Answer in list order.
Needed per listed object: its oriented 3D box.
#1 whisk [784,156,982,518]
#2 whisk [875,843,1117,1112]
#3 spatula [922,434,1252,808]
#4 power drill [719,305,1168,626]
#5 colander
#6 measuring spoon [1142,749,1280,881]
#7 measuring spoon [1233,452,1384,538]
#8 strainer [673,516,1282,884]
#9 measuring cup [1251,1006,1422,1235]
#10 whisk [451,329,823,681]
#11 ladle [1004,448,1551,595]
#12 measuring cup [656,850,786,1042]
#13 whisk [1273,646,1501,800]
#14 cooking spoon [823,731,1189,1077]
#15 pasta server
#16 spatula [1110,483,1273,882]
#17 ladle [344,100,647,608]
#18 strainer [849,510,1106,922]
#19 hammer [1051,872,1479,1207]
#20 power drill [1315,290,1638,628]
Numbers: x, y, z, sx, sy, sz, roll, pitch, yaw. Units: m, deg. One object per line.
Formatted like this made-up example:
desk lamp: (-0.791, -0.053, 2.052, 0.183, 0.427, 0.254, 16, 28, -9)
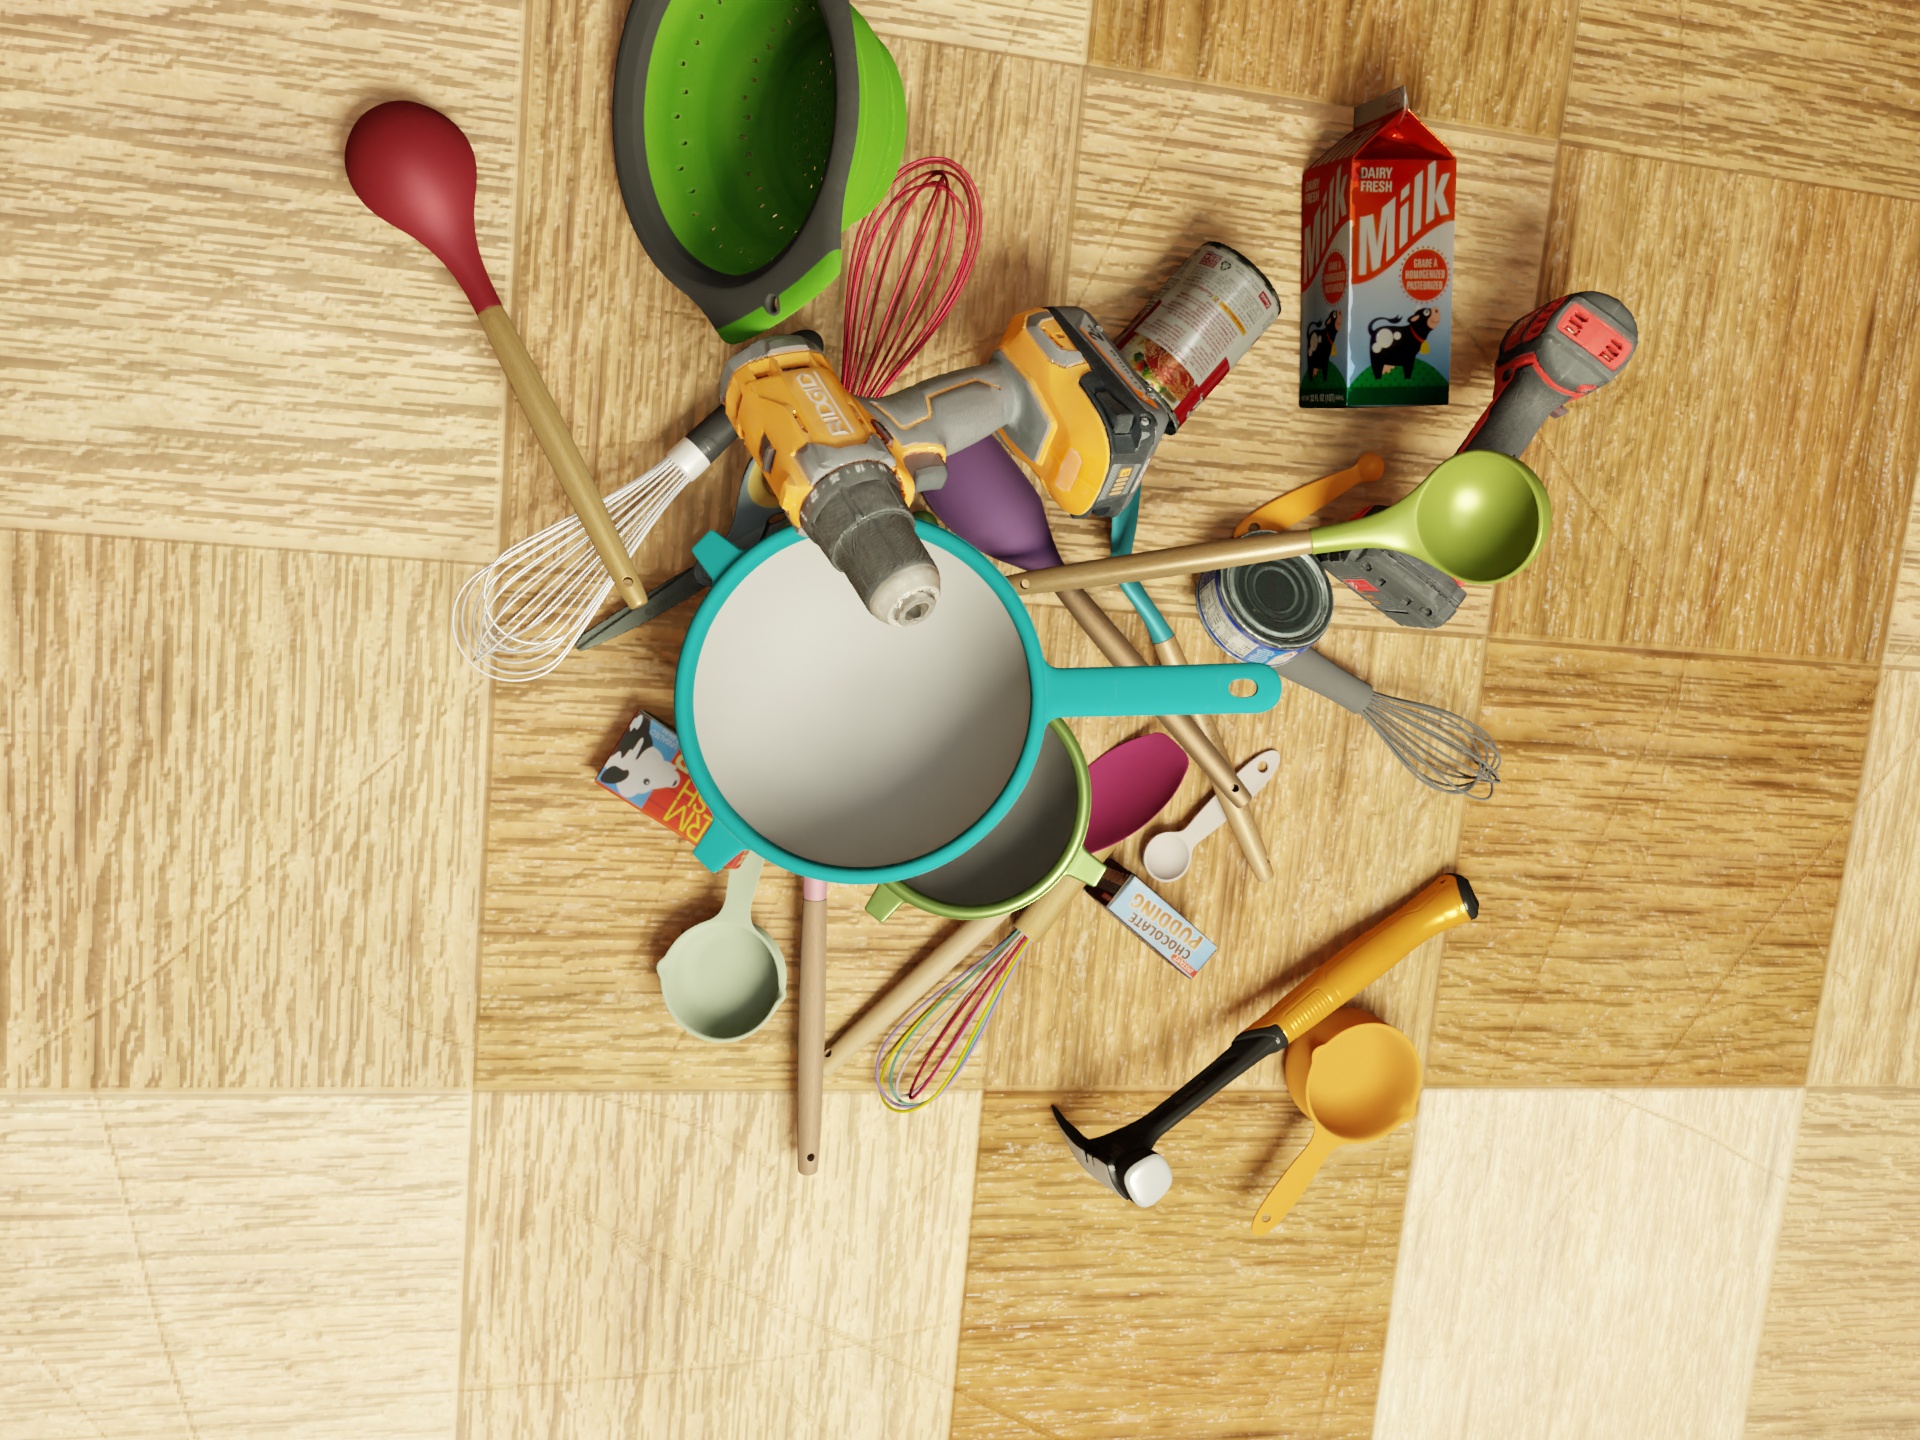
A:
whisk: (-0.063, -0.195, 0.959, 0.073, 0.073, 0.296, 20, 101, -16)
whisk: (0.031, 0.160, 1.049, 0.051, 0.047, 0.245, 41, 85, -15)
spatula: (0.080, -0.065, 1.009, 0.060, 0.018, 0.316, -41, 95, -1)
power drill: (0.003, -0.143, 0.875, 0.226, 0.084, 0.186, -15, 59, -29)
colander: (-0.118, -0.412, 0.884, 0.094, 0.204, 0.397, -13, 87, -45)
measuring spoon: (0.170, 0.062, 1.082, 0.124, 0.018, 0.034, -41, 105, -11)
measuring spoon: (0.233, -0.147, 1.058, 0.117, 0.011, 0.021, -28, 105, -7)
strainer: (0.010, -0.012, 0.927, 0.340, 0.095, 0.211, -1, 85, 3)
measuring cup: (0.248, 0.280, 1.118, 0.095, 0.052, 0.173, 34, 93, -17)
whisk: (-0.184, -0.132, 0.941, 0.284, 0.070, 0.070, -45, 107, -8)
ladle: (0.181, -0.102, 0.941, 0.320, 0.062, 0.078, -8, 96, 9)
measuring cup: (-0.137, 0.117, 1.001, 0.083, 0.038, 0.167, 12, 88, 4)
whisk: (0.269, -0.012, 1.074, 0.239, 0.055, 0.055, 29, 92, -12)
cooking spoon: (0.024, 0.123, 1.041, 0.319, 0.069, 0.017, -42, 135, 1)
pasta server: (-0.095, 0.137, 1.015, 0.060, 0.040, 0.316, 0, 100, -14)
spatula: (0.151, -0.033, 1.033, 0.044, 0.082, 0.317, -18, 107, 24)
ladle: (-0.253, -0.205, 0.891, 0.069, 0.031, 0.315, -27, 94, -10)
strainer: (-0.002, -0.003, 1.009, 0.151, 0.069, 0.256, -11, 85, 6)
hammer: (0.218, 0.204, 1.084, 0.337, 0.127, 0.034, -32, 104, -16)
power drill: (0.330, -0.169, 1.018, 0.078, 0.143, 0.219, 37, 95, -2)
